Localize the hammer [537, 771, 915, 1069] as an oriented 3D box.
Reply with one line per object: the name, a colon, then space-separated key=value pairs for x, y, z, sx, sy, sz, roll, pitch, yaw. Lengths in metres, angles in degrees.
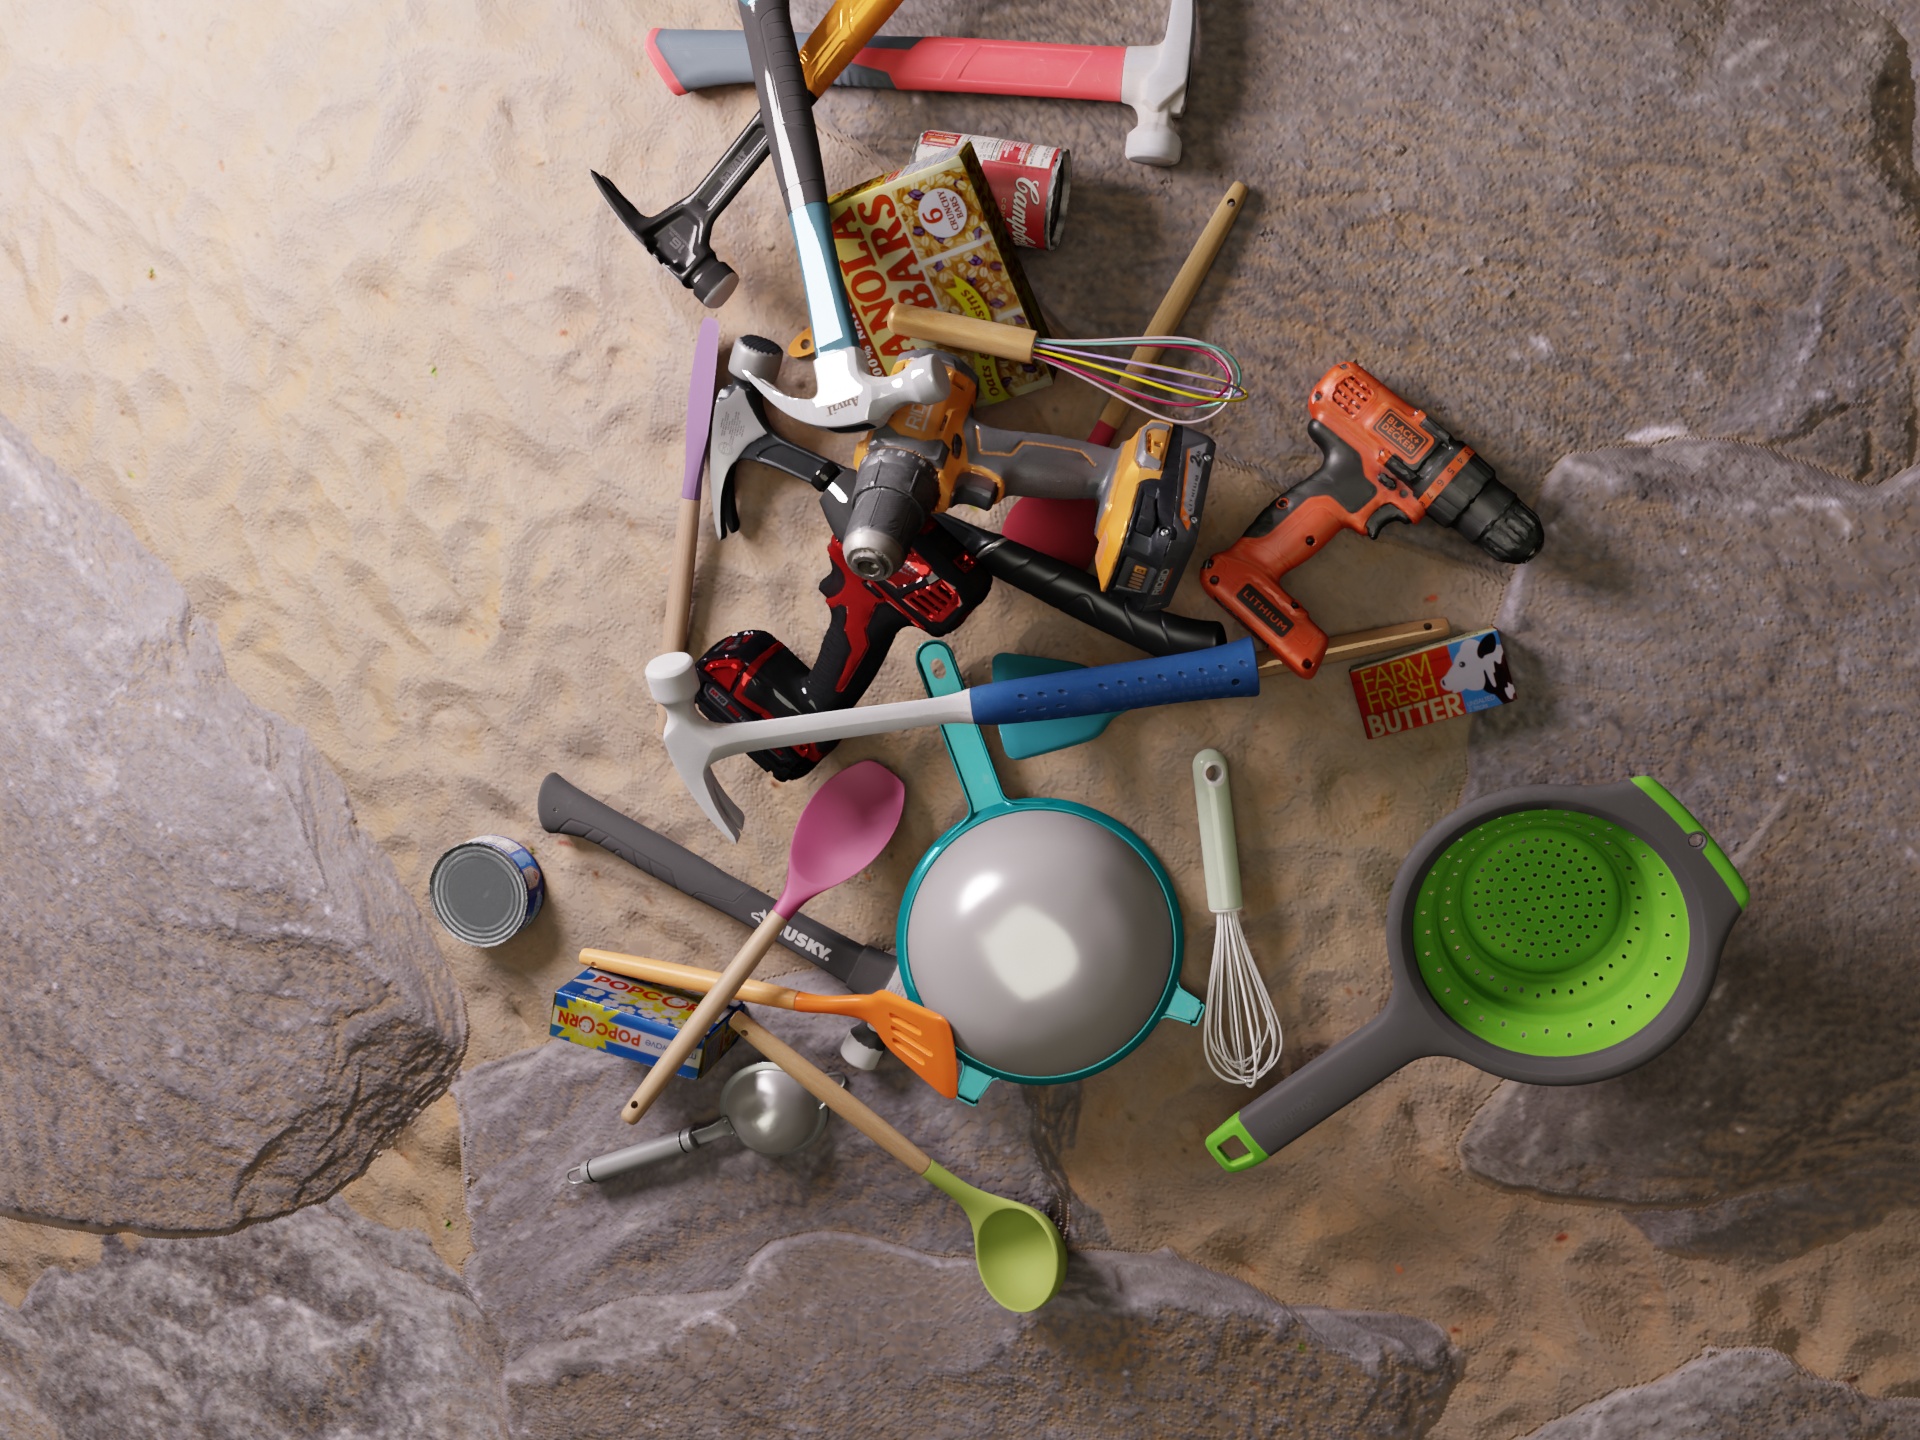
hammer: x=-0.180 y=0.128 z=1.228 sx=0.335 sy=0.035 sz=0.146 roll=28 pitch=104 yaw=7

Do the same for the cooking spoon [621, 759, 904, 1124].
cooking spoon: x=-0.149 y=0.165 z=1.175 sx=0.069 sy=0.017 sz=0.319 roll=35 pitch=84 yaw=16

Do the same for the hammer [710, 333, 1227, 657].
hammer: x=0.001 y=-0.124 z=1.124 sx=0.409 sy=0.036 sz=0.149 roll=27 pitch=119 yaw=9

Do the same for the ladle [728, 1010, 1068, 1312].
ladle: x=-0.049 y=0.326 z=1.191 sx=0.320 sy=0.062 sz=0.078 roll=39 pitch=115 yaw=-6

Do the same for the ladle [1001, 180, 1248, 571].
ladle: x=0.118 y=-0.230 z=1.114 sx=0.069 sy=0.031 sz=0.315 roll=30 pitch=102 yaw=5

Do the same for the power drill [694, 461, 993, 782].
power drill: x=-0.093 y=-0.072 z=1.125 sx=0.143 sy=0.078 sz=0.219 roll=43 pitch=119 yaw=-3

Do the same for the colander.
colander: x=0.333 y=0.182 z=1.094 sx=0.397 sy=0.094 sz=0.204 roll=-40 pitch=89 yaw=19

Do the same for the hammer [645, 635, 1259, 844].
hammer: x=-0.002 y=-0.003 z=1.083 sx=0.405 sy=0.035 sz=0.144 roll=-8 pitch=120 yaw=7

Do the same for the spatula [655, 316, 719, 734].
spatula: x=-0.206 y=-0.142 z=1.193 sx=0.018 sy=0.060 sz=0.316 roll=2 pitch=106 yaw=-26

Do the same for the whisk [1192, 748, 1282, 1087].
whisk: x=0.192 y=0.142 z=1.143 sx=0.058 sy=0.059 sz=0.246 roll=-7 pitch=92 yaw=-6

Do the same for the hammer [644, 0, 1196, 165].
hammer: x=-0.032 y=-0.472 z=1.104 sx=0.386 sy=0.038 sz=0.143 roll=8 pitch=99 yaw=11

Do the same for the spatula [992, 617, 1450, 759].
spatula: x=0.182 y=-0.036 z=1.118 sx=0.317 sy=0.044 sz=0.082 roll=-12 pitch=69 yaw=12

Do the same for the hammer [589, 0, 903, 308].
hammer: x=-0.106 y=-0.449 z=1.086 sx=0.127 sy=0.034 sz=0.337 roll=45 pitch=102 yaw=4

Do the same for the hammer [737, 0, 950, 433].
hammer: x=-0.100 y=-0.344 z=1.033 sx=0.128 sy=0.033 sz=0.331 roll=-16 pitch=81 yaw=21

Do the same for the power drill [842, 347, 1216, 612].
power drill: x=0.040 y=-0.143 z=1.037 sx=0.226 sy=0.185 sz=0.084 roll=17 pitch=143 yaw=0

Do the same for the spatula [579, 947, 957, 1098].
spatula: x=-0.148 y=0.212 z=1.193 sx=0.323 sy=0.041 sz=0.081 roll=8 pitch=126 yaw=18

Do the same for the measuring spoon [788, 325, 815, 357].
measuring spoon: x=-0.075 y=-0.292 z=1.155 sx=0.117 sy=0.011 sz=0.021 roll=-24 pitch=75 yaw=18

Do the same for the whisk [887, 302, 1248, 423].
whisk: x=0.069 y=-0.241 z=1.046 sx=0.245 sy=0.051 sz=0.047 roll=14 pitch=58 yaw=9

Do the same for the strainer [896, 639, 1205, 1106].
strainer: x=0.035 y=0.103 z=1.126 sx=0.211 sy=0.095 sz=0.340 roll=-20 pitch=91 yaw=2

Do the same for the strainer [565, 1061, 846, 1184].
strainer: x=-0.208 y=0.333 z=1.263 sx=0.258 sy=0.050 sz=0.086 roll=-22 pitch=108 yaw=18
